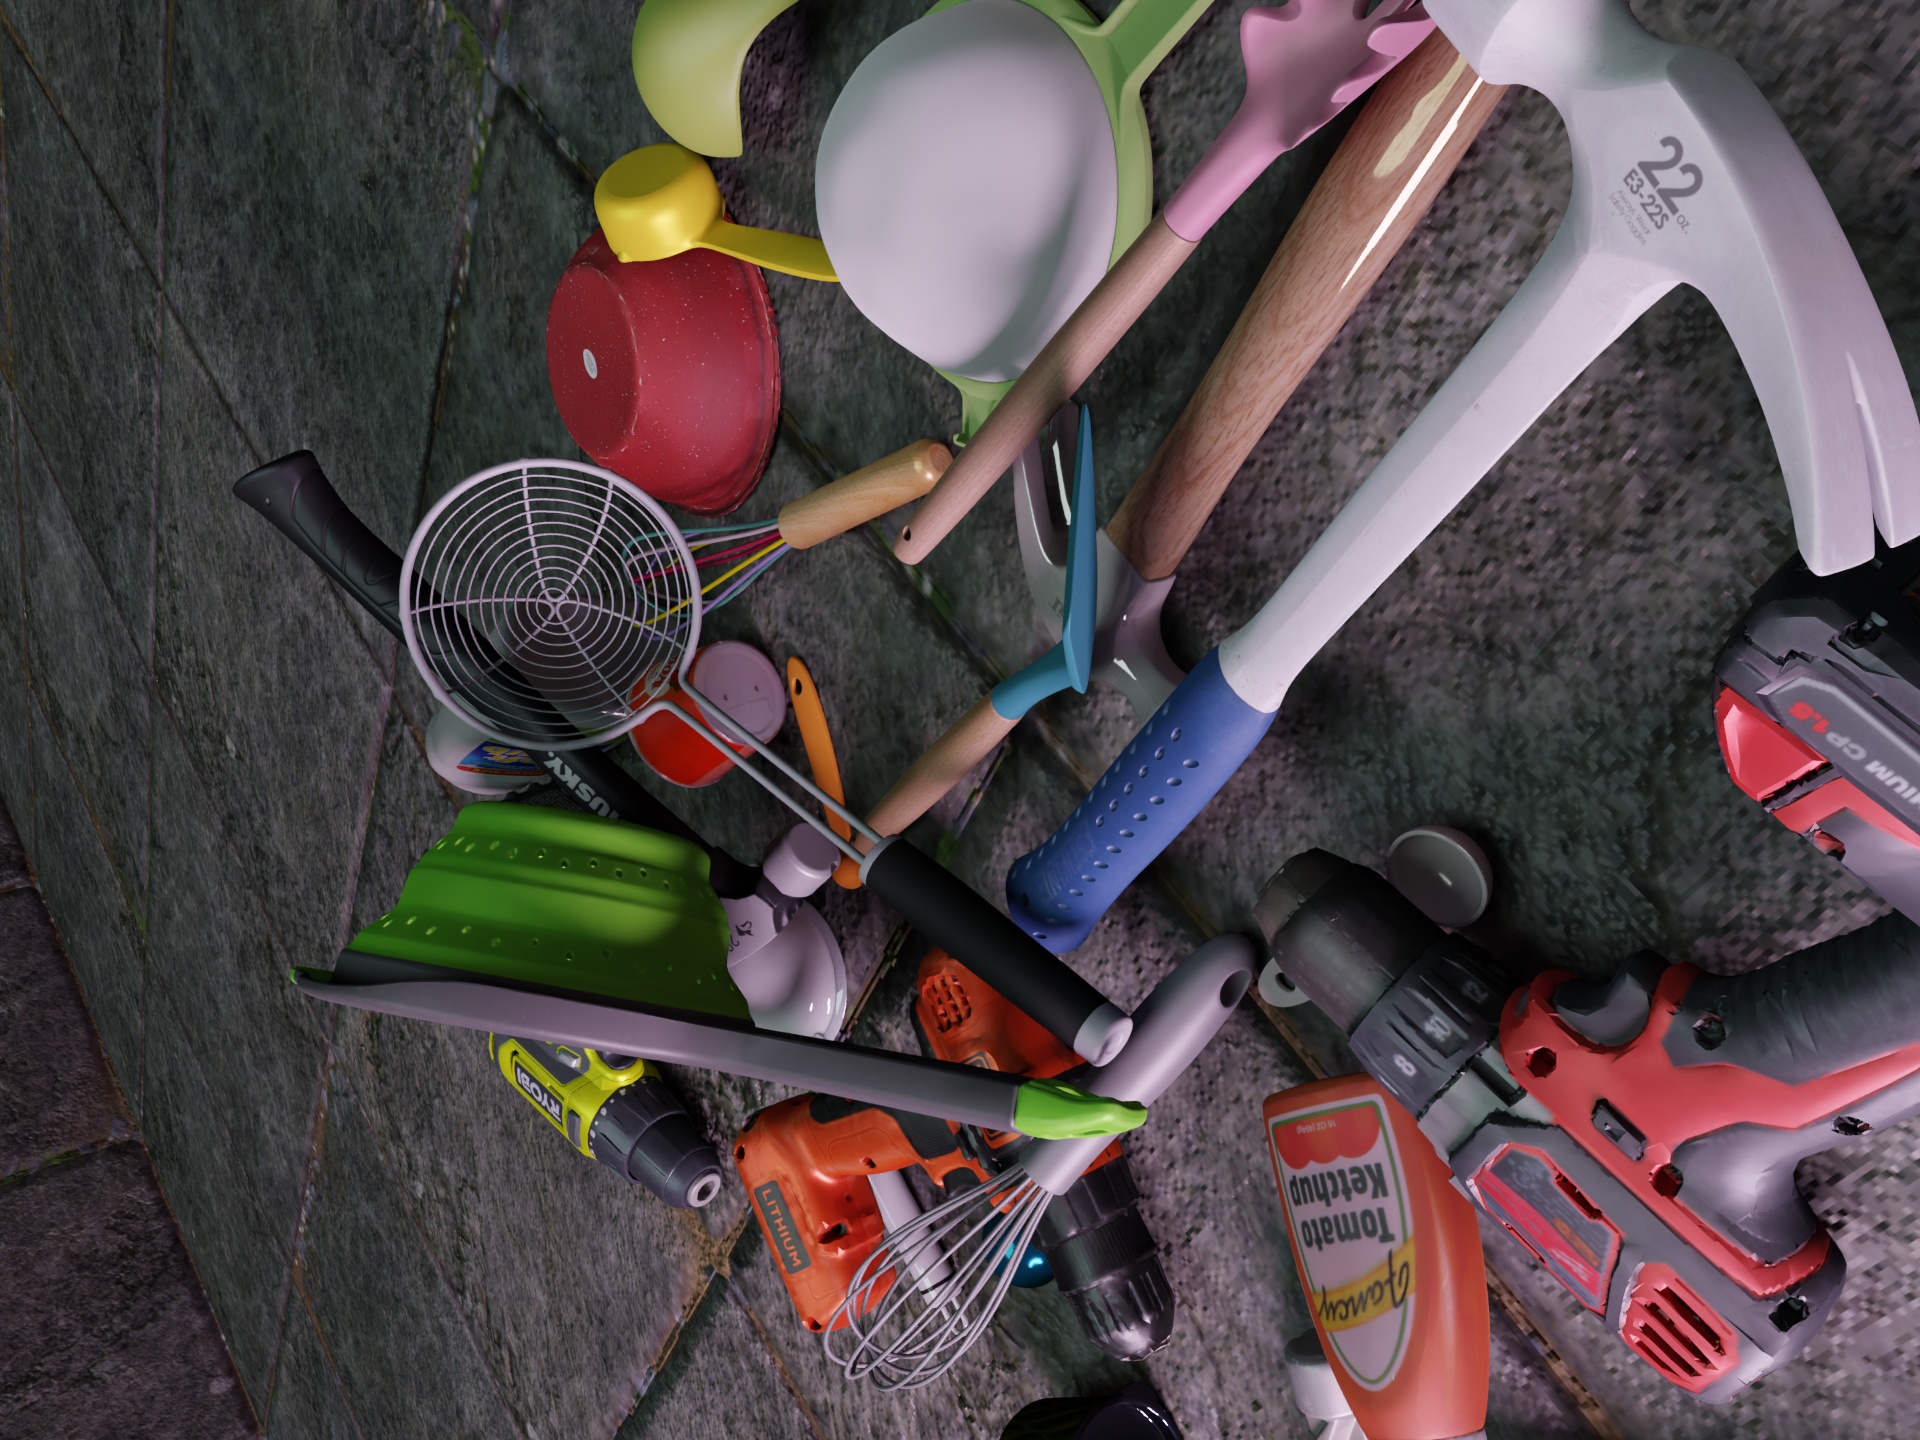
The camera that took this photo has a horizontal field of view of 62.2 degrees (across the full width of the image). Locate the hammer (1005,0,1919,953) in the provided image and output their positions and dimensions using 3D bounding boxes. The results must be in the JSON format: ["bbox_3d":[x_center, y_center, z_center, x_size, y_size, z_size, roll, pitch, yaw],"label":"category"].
[{"bbox_3d":[0.089,-0.013,0.454,0.144,0.035,0.405,62,154,18],"label":"hammer"}]

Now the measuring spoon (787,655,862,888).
[{"bbox_3d":[-0.069,0.026,0.769,0.021,0.011,0.117,-13,92,51],"label":"measuring spoon"}]

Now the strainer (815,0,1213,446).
[{"bbox_3d":[0.021,-0.207,0.534,0.256,0.069,0.151,-34,76,52],"label":"strainer"}]

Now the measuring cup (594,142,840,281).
[{"bbox_3d":[-0.100,-0.219,0.691,0.157,0.062,0.029,24,153,33],"label":"measuring cup"}]

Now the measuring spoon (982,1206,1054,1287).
[{"bbox_3d":[0.013,0.199,0.721,0.042,0.021,0.128,-9,96,51],"label":"measuring spoon"}]

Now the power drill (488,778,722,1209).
[{"bbox_3d":[-0.207,0.163,0.934,0.191,0.080,0.228,29,126,35],"label":"power drill"}]

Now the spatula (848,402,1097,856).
[{"bbox_3d":[-0.001,-0.002,0.618,0.317,0.044,0.082,133,146,-59],"label":"spatula"}]

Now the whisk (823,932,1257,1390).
[{"bbox_3d":[0.030,0.169,0.604,0.239,0.055,0.055,-51,59,12],"label":"whisk"}]

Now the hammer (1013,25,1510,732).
[{"bbox_3d":[0.106,-0.134,0.488,0.130,0.031,0.331,54,137,23],"label":"hammer"}]

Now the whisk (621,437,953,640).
[{"bbox_3d":[-0.088,-0.087,0.734,0.245,0.047,0.051,-16,102,47],"label":"whisk"}]

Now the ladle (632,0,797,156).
[{"bbox_3d":[-0.021,-0.293,0.588,0.320,0.062,0.078,-9,94,44],"label":"ladle"}]

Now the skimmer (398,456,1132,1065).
[{"bbox_3d":[-0.085,0.015,0.633,0.364,0.090,0.127,35,85,30],"label":"skimmer"}]

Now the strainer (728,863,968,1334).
[{"bbox_3d":[-0.062,0.189,0.798,0.087,0.050,0.258,-40,74,37],"label":"strainer"}]

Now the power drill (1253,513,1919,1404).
[{"bbox_3d":[0.185,0.054,0.414,0.188,0.080,0.226,45,137,23],"label":"power drill"}]

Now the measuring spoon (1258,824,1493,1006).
[{"bbox_3d":[0.137,0.068,0.537,0.034,0.018,0.124,51,144,11],"label":"measuring spoon"}]

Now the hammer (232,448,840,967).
[{"bbox_3d":[-0.218,-0.004,0.769,0.335,0.035,0.146,43,127,-3],"label":"hammer"}]

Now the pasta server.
[{"bbox_3d":[0.048,-0.139,0.500,0.316,0.040,0.060,-44,57,48],"label":"pasta server"}]

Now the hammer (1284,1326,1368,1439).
[{"bbox_3d":[0.247,0.266,0.451,0.359,0.036,0.149,-18,89,52],"label":"hammer"}]

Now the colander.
[{"bbox_3d":[-0.103,0.093,0.650,0.397,0.204,0.094,3,76,32],"label":"colander"}]
